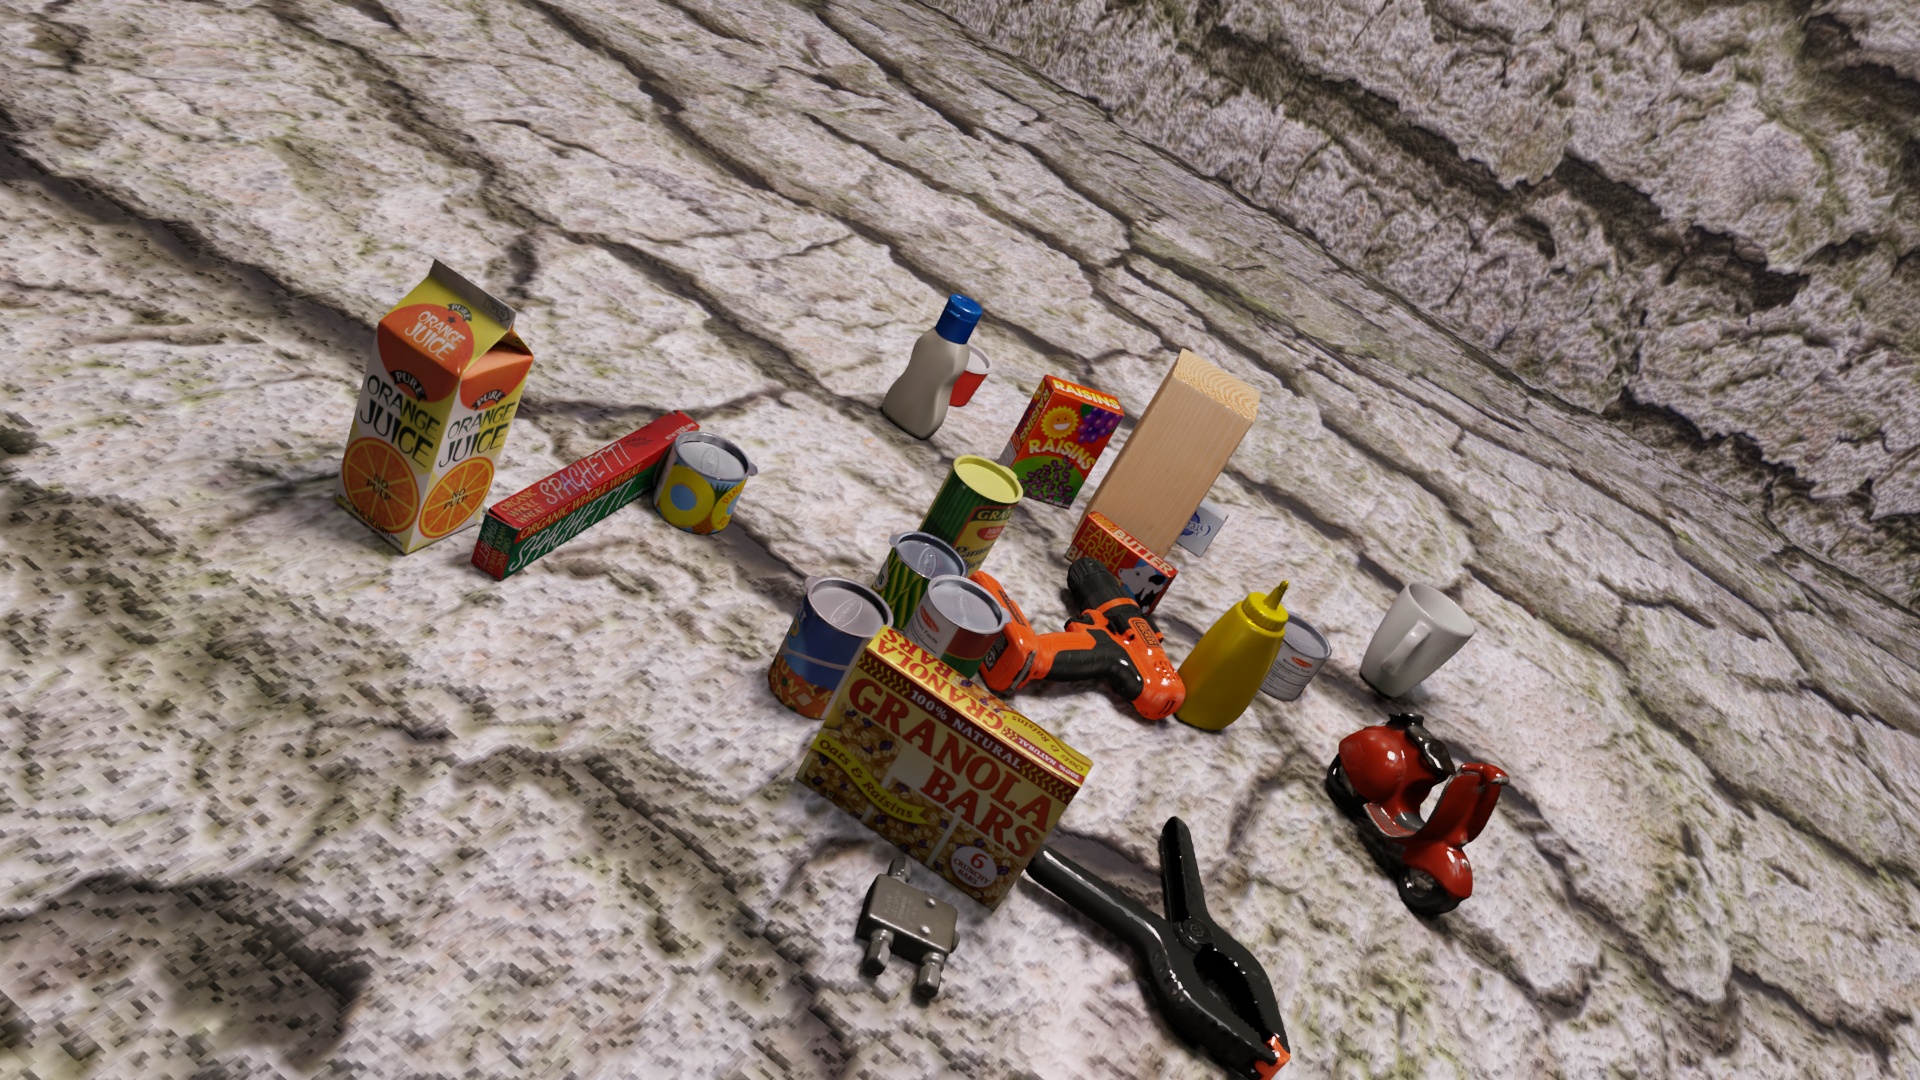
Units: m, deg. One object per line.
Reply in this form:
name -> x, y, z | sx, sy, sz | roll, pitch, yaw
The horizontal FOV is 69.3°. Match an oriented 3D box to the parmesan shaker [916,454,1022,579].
parmesan shaker -> 0.004, -0.015, 1.222 | 0.071, 0.102, 0.072 | 22, 30, -13

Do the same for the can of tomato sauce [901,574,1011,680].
can of tomato sauce -> -0.010, 0.080, 1.080 | 0.071, 0.082, 0.071 | 22, 30, -13

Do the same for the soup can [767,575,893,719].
soup can -> -0.097, 0.076, 1.008 | 0.071, 0.083, 0.072 | 22, 30, -13

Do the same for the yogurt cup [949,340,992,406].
yogurt cup -> -0.006, -0.184, 1.529 | 0.072, 0.053, 0.073 | 22, 30, -13

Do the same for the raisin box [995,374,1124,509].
raisin box -> 0.099, -0.100, 1.417 | 0.086, 0.122, 0.040 | 16, 31, -22

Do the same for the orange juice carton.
orange juice carton -> -0.353, -0.092, 0.941 | 0.072, 0.191, 0.073 | 35, 29, 10

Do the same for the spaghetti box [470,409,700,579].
spaghetti box -> -0.281, -0.040, 1.068 | 0.029, 0.050, 0.251 | 33, 29, 6

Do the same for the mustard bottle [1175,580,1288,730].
mustard bottle -> 0.242, 0.093, 1.198 | 0.065, 0.159, 0.049 | 18, 31, -19

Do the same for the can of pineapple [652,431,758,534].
can of pineapple -> -0.209, -0.046, 1.131 | 0.071, 0.057, 0.071 | 22, 30, -13

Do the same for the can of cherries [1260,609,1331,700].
can of cherries -> 0.313, 0.110, 1.337 | 0.071, 0.058, 0.072 | 22, 30, -13

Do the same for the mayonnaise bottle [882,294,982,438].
mayonnaise bottle -> -0.024, -0.178, 1.407 | 0.065, 0.147, 0.041 | 37, 30, 14

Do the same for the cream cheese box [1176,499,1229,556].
cream cheese box -> 0.230, -0.032, 1.495 | 0.104, 0.053, 0.024 | 33, 29, 7

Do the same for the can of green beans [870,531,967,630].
can of green beans -> -0.036, 0.035, 1.154 | 0.071, 0.057, 0.071 | 22, 30, -13

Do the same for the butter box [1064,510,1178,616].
butter box -> 0.155, 0.022, 1.345 | 0.103, 0.053, 0.024 | 38, 30, 16

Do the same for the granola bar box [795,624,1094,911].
granola bar box -> -0.013, 0.152, 0.921 | 0.165, 0.123, 0.039 | 33, 29, 7
